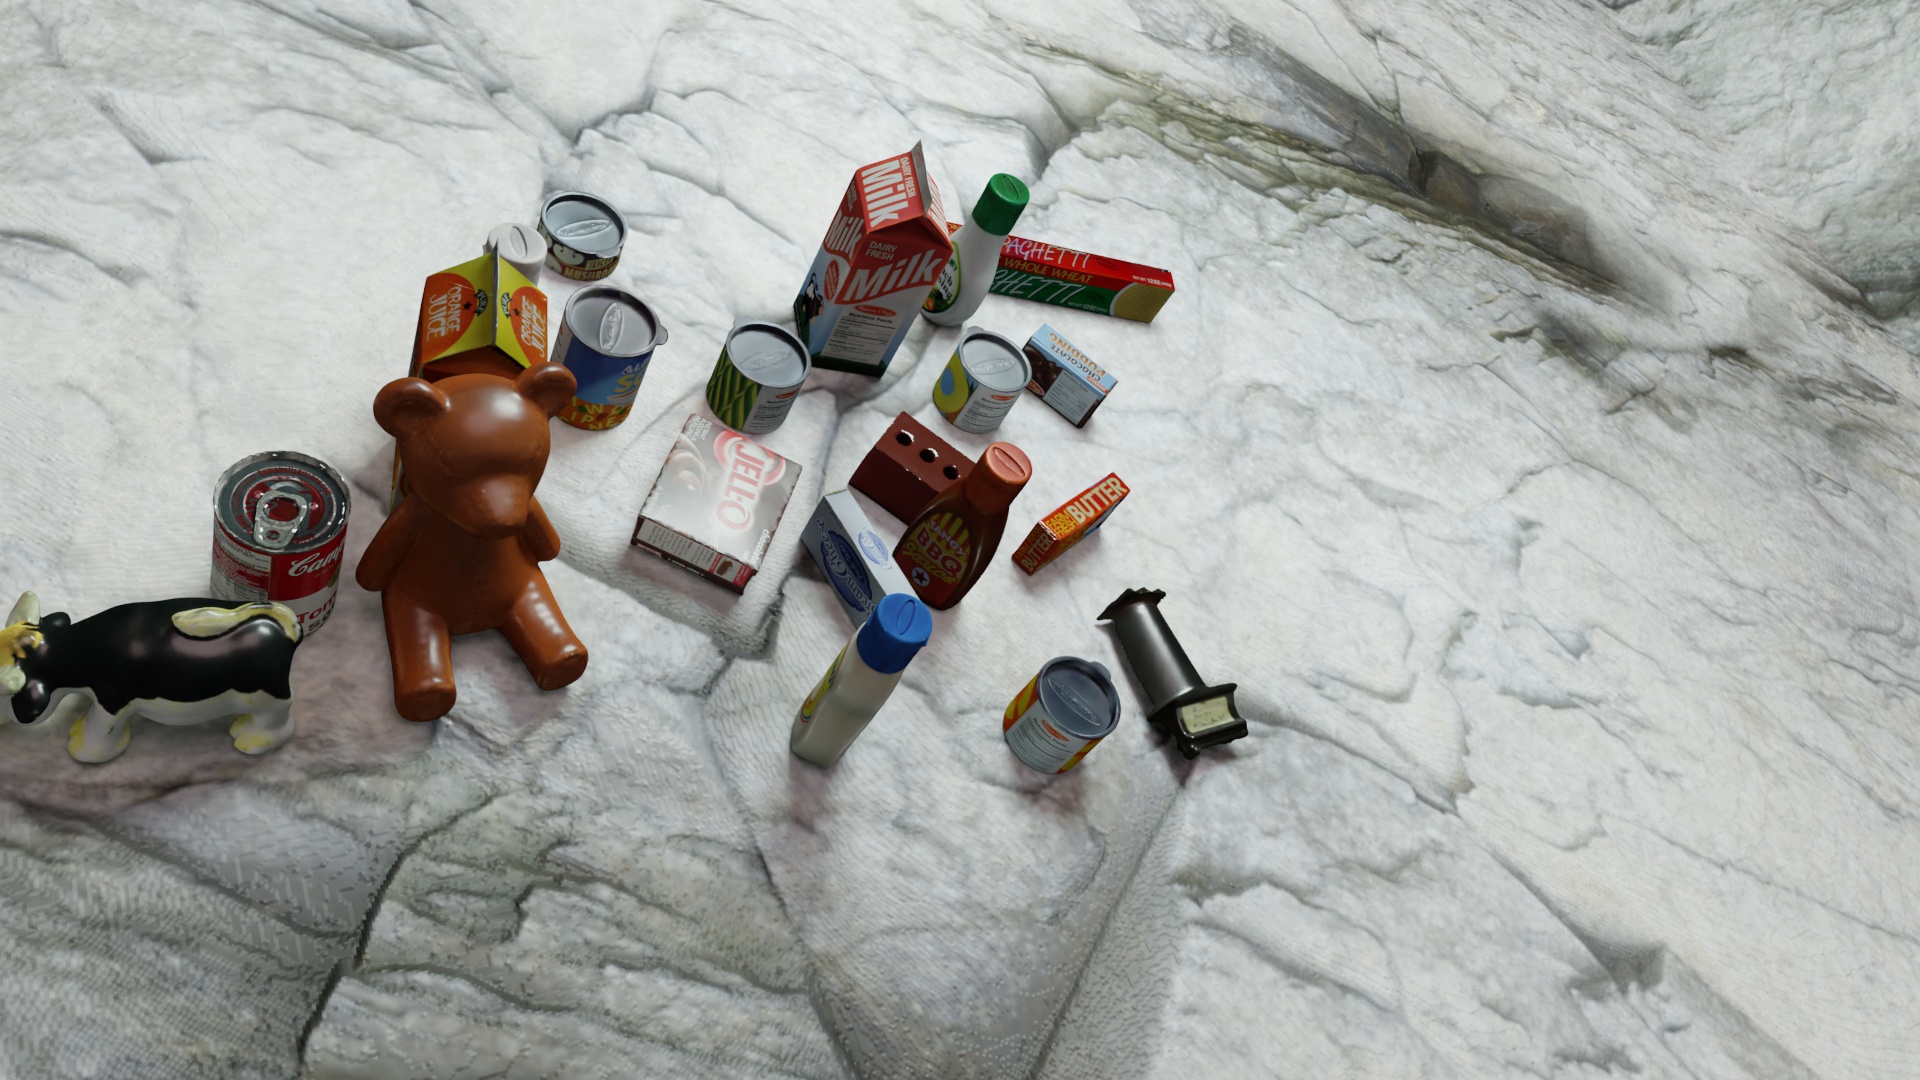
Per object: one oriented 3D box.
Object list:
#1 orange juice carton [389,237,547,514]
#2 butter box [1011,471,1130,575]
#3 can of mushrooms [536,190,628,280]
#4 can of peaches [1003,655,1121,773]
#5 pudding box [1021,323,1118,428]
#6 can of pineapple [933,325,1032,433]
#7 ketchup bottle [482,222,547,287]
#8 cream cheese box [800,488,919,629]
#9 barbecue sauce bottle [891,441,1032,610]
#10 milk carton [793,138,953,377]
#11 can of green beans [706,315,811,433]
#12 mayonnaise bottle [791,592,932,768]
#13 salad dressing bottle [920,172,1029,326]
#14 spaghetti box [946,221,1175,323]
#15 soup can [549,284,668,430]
[{"bbox_3d":[-0.300,-0.094,0.853,0.073,0.191,0.072,7,53,-25],"label":"orange juice carton"},{"bbox_3d":[0.088,-0.014,1.104,0.024,0.052,0.104,48,47,11],"label":"butter box"},{"bbox_3d":[-0.293,-0.234,1.076,0.071,0.033,0.071,15,50,-19],"label":"can of mushrooms"},{"bbox_3d":[0.073,0.123,0.986,0.071,0.057,0.071,15,50,-19],"label":"can of peaches"},{"bbox_3d":[0.088,-0.143,1.207,0.084,0.049,0.030,38,46,2],"label":"pudding box"},{"bbox_3d":[0.017,-0.133,1.154,0.071,0.057,0.071,15,50,-19],"label":"can of pineapple"},{"bbox_3d":[-0.307,-0.145,0.919,0.043,0.148,0.065,-5,59,-32],"label":"ketchup bottle"},{"bbox_3d":[-0.072,0.020,0.988,0.024,0.053,0.104,-19,66,-38],"label":"cream cheese box"},{"bbox_3d":[0.004,-0.012,0.990,0.065,0.147,0.044,44,47,8],"label":"barbecue sauce bottle"},{"bbox_3d":[-0.064,-0.219,1.084,0.073,0.189,0.072,7,53,-25],"label":"milk carton"},{"bbox_3d":[-0.153,-0.123,1.051,0.071,0.057,0.071,15,50,-19],"label":"can of green beans"},{"bbox_3d":[-0.062,0.086,0.877,0.041,0.147,0.065,27,47,-8],"label":"mayonnaise bottle"},{"bbox_3d":[0.011,-0.245,1.176,0.044,0.147,0.064,-6,59,-33],"label":"salad dressing bottle"},{"bbox_3d":[0.081,-0.246,1.283,0.250,0.050,0.029,6,53,-25],"label":"spaghetti box"},{"bbox_3d":[-0.252,-0.127,0.981,0.071,0.083,0.072,15,50,-19],"label":"soup can"}]
